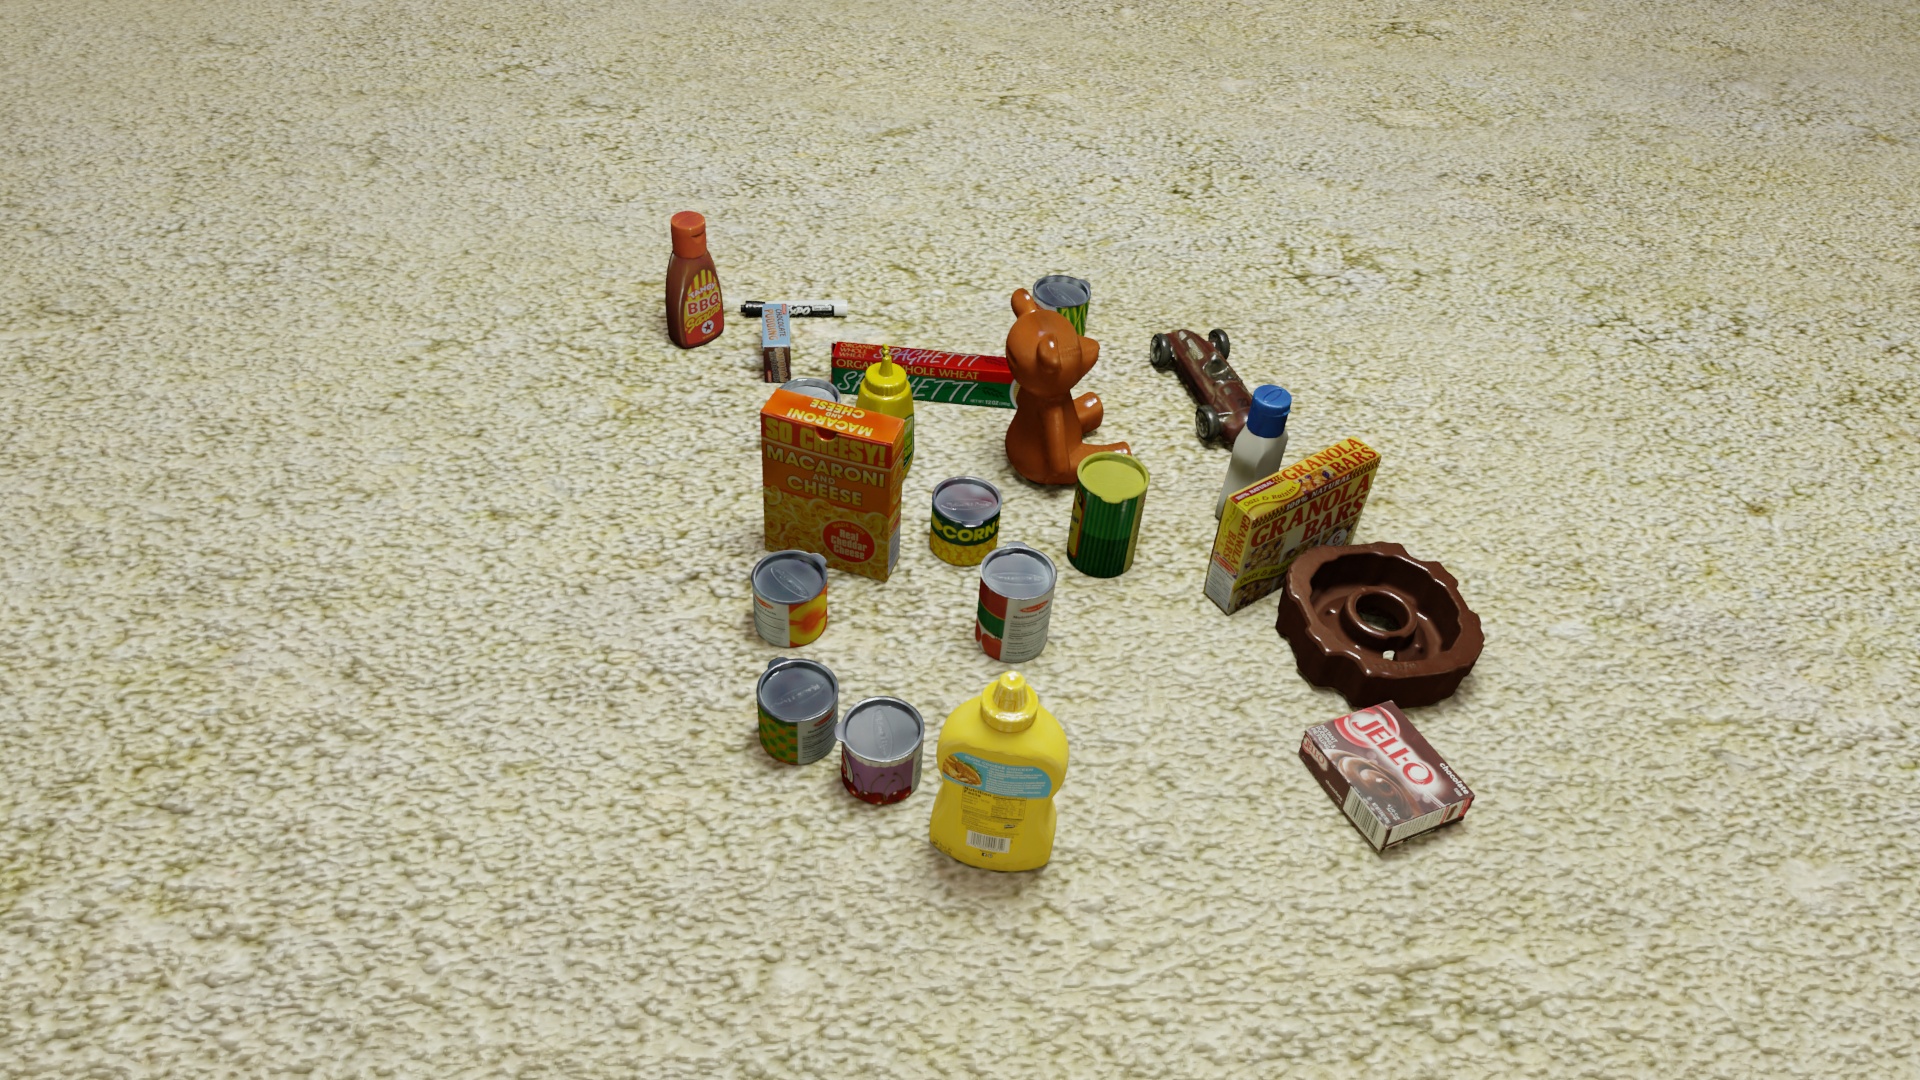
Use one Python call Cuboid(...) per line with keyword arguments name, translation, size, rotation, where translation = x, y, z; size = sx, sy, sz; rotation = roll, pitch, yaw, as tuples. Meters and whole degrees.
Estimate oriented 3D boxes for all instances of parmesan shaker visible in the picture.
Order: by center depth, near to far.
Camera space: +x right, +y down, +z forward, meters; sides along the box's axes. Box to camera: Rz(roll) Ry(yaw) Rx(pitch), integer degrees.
Cuboid(name="parmesan shaker", translation=(0.135, -0.021, 1.293), size=(0.071, 0.102, 0.072), rotation=(3, 43, -2))

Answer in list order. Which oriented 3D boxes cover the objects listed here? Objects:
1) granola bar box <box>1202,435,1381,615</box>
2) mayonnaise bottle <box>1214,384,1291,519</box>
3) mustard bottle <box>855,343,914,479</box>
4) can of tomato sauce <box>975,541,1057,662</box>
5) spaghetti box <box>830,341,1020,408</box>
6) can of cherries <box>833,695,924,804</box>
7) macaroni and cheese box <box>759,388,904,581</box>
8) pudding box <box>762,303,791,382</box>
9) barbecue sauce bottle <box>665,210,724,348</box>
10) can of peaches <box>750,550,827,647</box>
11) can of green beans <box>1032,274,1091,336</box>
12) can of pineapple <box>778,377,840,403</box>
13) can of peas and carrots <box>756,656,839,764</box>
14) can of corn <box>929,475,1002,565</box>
Cuboid(name="granola bar box", translation=(0.306, -0.015, 1.287), size=(0.166, 0.123, 0.039), rotation=(-24, 50, -27))
Cuboid(name="mayonnaise bottle", translation=(0.286, -0.082, 1.339), size=(0.041, 0.147, 0.065), rotation=(35, 51, 28))
Cuboid(name="mustard bottle", translation=(-0.074, -0.120, 1.337), size=(0.049, 0.159, 0.065), rotation=(27, 47, 22))
Cuboid(name="can of tomato sauce", translation=(0.047, 0.055, 1.218), size=(0.071, 0.082, 0.071), rotation=(3, 43, -2))
Cuboid(name="spaghetti box", translation=(-0.015, -0.174, 1.481), size=(0.250, 0.049, 0.029), rotation=(5, 43, 0))
Cuboid(name="can of cherries", translation=(-0.065, 0.167, 1.106), size=(0.071, 0.058, 0.072), rotation=(3, 43, -2))
Cuboid(name="macaroni and cheese box", translation=(-0.115, -0.047, 1.251), size=(0.124, 0.165, 0.040), rotation=(14, 44, 10))
Cuboid(name="pudding box", translation=(-0.199, -0.215, 1.508), size=(0.030, 0.049, 0.084), rotation=(-2, 43, -7))
Cuboid(name="barbecue sauce bottle", translation=(-0.290, -0.282, 1.499), size=(0.044, 0.147, 0.065), rotation=(36, 51, 29))
Cuboid(name="can of peaches", translation=(-0.148, 0.051, 1.223), size=(0.071, 0.057, 0.071), rotation=(3, 43, -2))
Cuboid(name="can of green beans", translation=(0.112, -0.260, 1.579), size=(0.071, 0.057, 0.071), rotation=(3, 43, -2))
Cuboid(name="can of pineapple", translation=(-0.154, -0.122, 1.406), size=(0.071, 0.057, 0.071), rotation=(3, 43, -2))
Cuboid(name="can of peas and carrots", translation=(-0.134, 0.138, 1.131), size=(0.071, 0.058, 0.071), rotation=(3, 43, -2))
Cuboid(name="can of corn", translation=(0.005, -0.016, 1.308), size=(0.071, 0.058, 0.071), rotation=(3, 43, -2))
